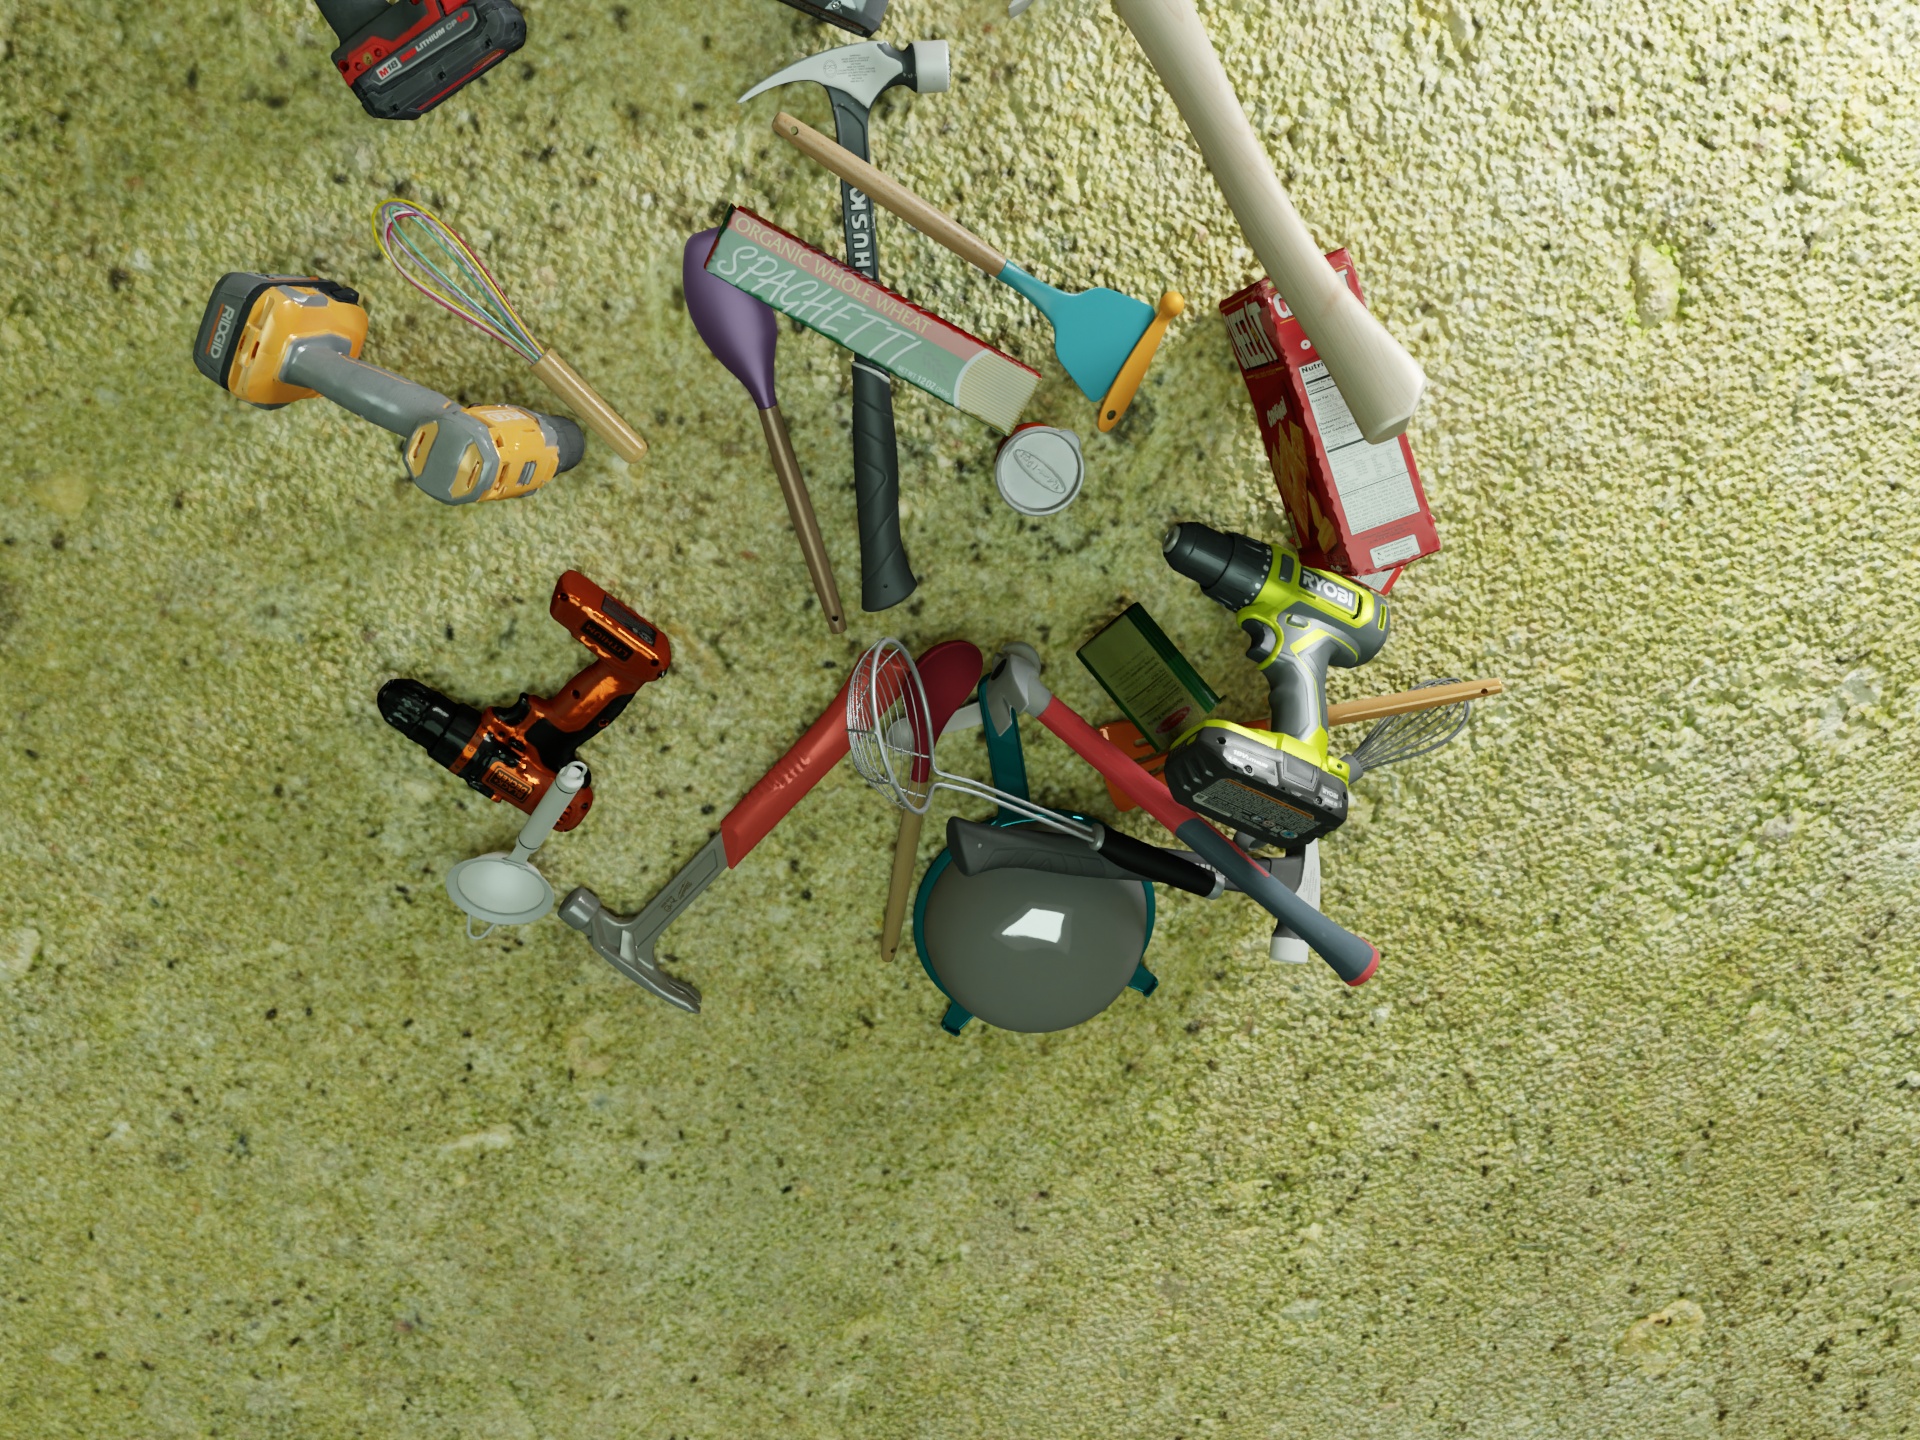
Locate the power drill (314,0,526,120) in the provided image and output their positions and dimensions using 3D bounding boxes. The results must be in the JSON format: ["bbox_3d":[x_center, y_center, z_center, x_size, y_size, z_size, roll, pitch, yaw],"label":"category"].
[{"bbox_3d":[-0.373,-0.524,1.014,0.188,0.080,0.226,-32,109,7],"label":"power drill"}]

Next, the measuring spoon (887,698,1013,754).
[{"bbox_3d":[-0.002,-0.004,1.296,0.124,0.018,0.034,-18,120,-6],"label":"measuring spoon"}]

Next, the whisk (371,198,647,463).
[{"bbox_3d":[-0.320,-0.274,1.138,0.047,0.051,0.244,-43,115,4],"label":"whisk"}]

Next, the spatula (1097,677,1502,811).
[{"bbox_3d":[0.274,0.005,1.290,0.322,0.041,0.081,-11,111,14],"label":"spatula"}]

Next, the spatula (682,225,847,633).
[{"bbox_3d":[-0.139,-0.210,1.193,0.060,0.018,0.315,-17,111,2],"label":"spatula"}]

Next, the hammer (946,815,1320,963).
[{"bbox_3d":[0.145,0.109,1.282,0.334,0.035,0.146,9,86,-22],"label":"hammer"}]

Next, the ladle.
[{"bbox_3d":[-0.036,0.070,1.299,0.069,0.031,0.315,-8,123,-31],"label":"ladle"}]

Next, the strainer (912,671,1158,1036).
[{"bbox_3d":[0.058,0.129,1.305,0.211,0.095,0.340,-11,115,-2],"label":"strainer"}]

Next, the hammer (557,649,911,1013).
[{"bbox_3d":[-0.160,0.083,1.300,0.149,0.037,0.359,41,103,-19],"label":"hammer"}]

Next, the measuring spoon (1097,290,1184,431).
[{"bbox_3d":[0.136,-0.269,1.199,0.021,0.011,0.117,19,109,-32],"label":"measuring spoon"}]

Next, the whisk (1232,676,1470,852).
[{"bbox_3d":[0.321,0.039,1.302,0.239,0.055,0.055,-33,112,-8],"label":"whisk"}]

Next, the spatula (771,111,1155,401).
[{"bbox_3d":[0.004,-0.334,1.124,0.317,0.044,0.082,28,104,-22],"label":"spatula"}]

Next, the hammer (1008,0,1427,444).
[{"bbox_3d":[0.175,-0.355,1.036,0.146,0.038,0.411,-26,76,4],"label":"hammer"}]

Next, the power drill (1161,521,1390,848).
[{"bbox_3d":[0.227,-0.036,1.211,0.190,0.229,0.080,23,149,-15],"label":"power drill"}]

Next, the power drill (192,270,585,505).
[{"bbox_3d":[-0.379,-0.225,1.101,0.226,0.185,0.084,29,107,4],"label":"power drill"}]

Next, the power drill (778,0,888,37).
[{"bbox_3d":[-0.082,-0.580,1.019,0.164,0.084,0.226,19,104,-12],"label":"power drill"}]

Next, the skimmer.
[{"bbox_3d":[0.068,0.053,1.185,0.363,0.127,0.090,23,136,-23],"label":"skimmer"}]

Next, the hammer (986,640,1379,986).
[{"bbox_3d":[0.175,0.086,1.214,0.386,0.143,0.038,39,106,-11],"label":"hammer"}]

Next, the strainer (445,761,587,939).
[{"bbox_3d":[-0.338,0.096,1.242,0.086,0.050,0.258,23,138,-20],"label":"strainer"}]

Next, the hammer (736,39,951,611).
[{"bbox_3d":[-0.072,-0.275,1.166,0.149,0.036,0.408,-4,112,-3],"label":"hammer"}]
